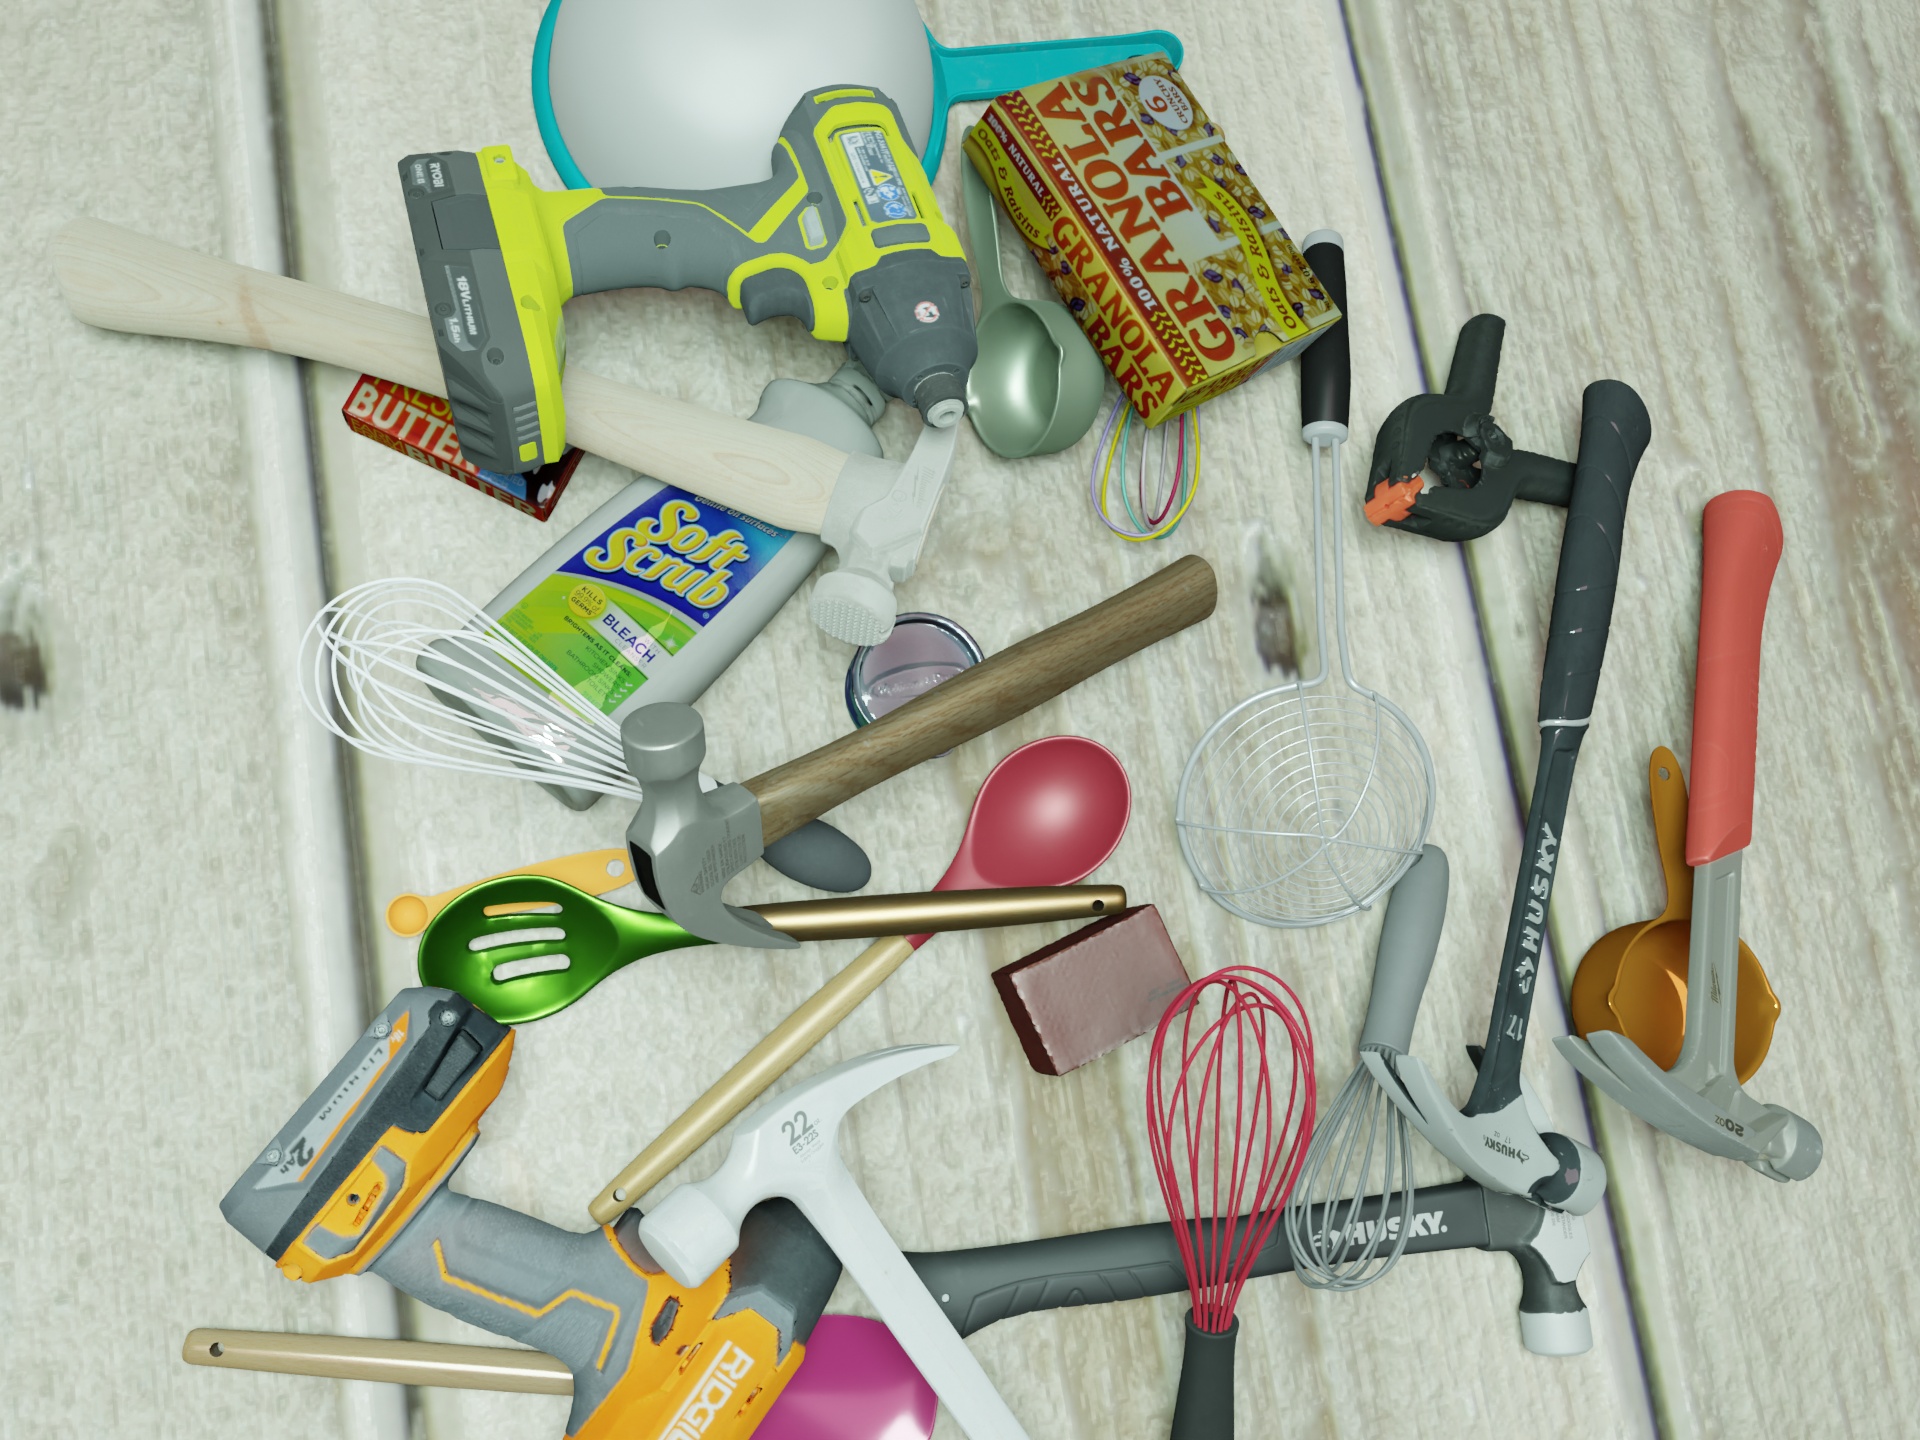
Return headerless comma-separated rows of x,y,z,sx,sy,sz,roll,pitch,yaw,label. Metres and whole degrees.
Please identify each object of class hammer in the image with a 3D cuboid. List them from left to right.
-0.203,-0.160,0.714,0.410,0.038,0.146,18,65,3,hammer
-0.001,-0.002,0.707,0.331,0.130,0.031,-27,43,-34,hammer
0.036,0.318,0.667,0.144,0.035,0.405,-39,101,-30,hammer
0.133,0.240,0.744,0.334,0.035,0.146,-4,81,-11,hammer
0.283,0.016,0.763,0.149,0.036,0.409,28,69,-31,hammer
0.365,0.029,0.776,0.149,0.036,0.359,31,59,-21,hammer

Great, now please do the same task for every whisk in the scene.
-0.138,0.019,0.661,0.284,0.070,0.070,30,72,-40,whisk
0.114,-0.202,0.820,0.051,0.047,0.245,19,72,-25,whisk
0.109,0.241,0.684,0.073,0.073,0.295,-2,106,-11,whisk
0.198,0.153,0.738,0.055,0.055,0.239,28,55,-5,whisk

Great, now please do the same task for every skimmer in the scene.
0.177,-0.079,0.816,0.127,0.090,0.363,7,68,-6,skimmer

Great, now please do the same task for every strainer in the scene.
-0.041,-0.337,0.787,0.340,0.095,0.211,-9,81,-11,strainer

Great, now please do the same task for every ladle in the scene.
-0.045,0.120,0.736,0.315,0.031,0.069,-40,83,-13,ladle

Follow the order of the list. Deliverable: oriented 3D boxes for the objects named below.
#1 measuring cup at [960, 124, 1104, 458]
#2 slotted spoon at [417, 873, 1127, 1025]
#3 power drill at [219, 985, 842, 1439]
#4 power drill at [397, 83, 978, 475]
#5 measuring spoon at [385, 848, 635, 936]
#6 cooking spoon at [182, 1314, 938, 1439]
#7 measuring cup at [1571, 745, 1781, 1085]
0.030,-0.212,0.785,0.038,0.083,0.167,-7,84,-35,measuring cup
-0.080,0.093,0.715,0.313,0.031,0.070,-4,105,-6,slotted spoon
-0.160,0.207,0.654,0.226,0.084,0.164,40,72,-6,power drill
-0.110,-0.183,0.675,0.223,0.080,0.171,-13,66,-15,power drill
-0.201,0.077,0.724,0.117,0.011,0.021,-12,89,-16,measuring spoon
-0.166,0.282,0.686,0.318,0.017,0.069,9,78,-10,cooking spoon
0.351,0.102,0.805,0.095,0.052,0.174,4,74,-12,measuring cup
